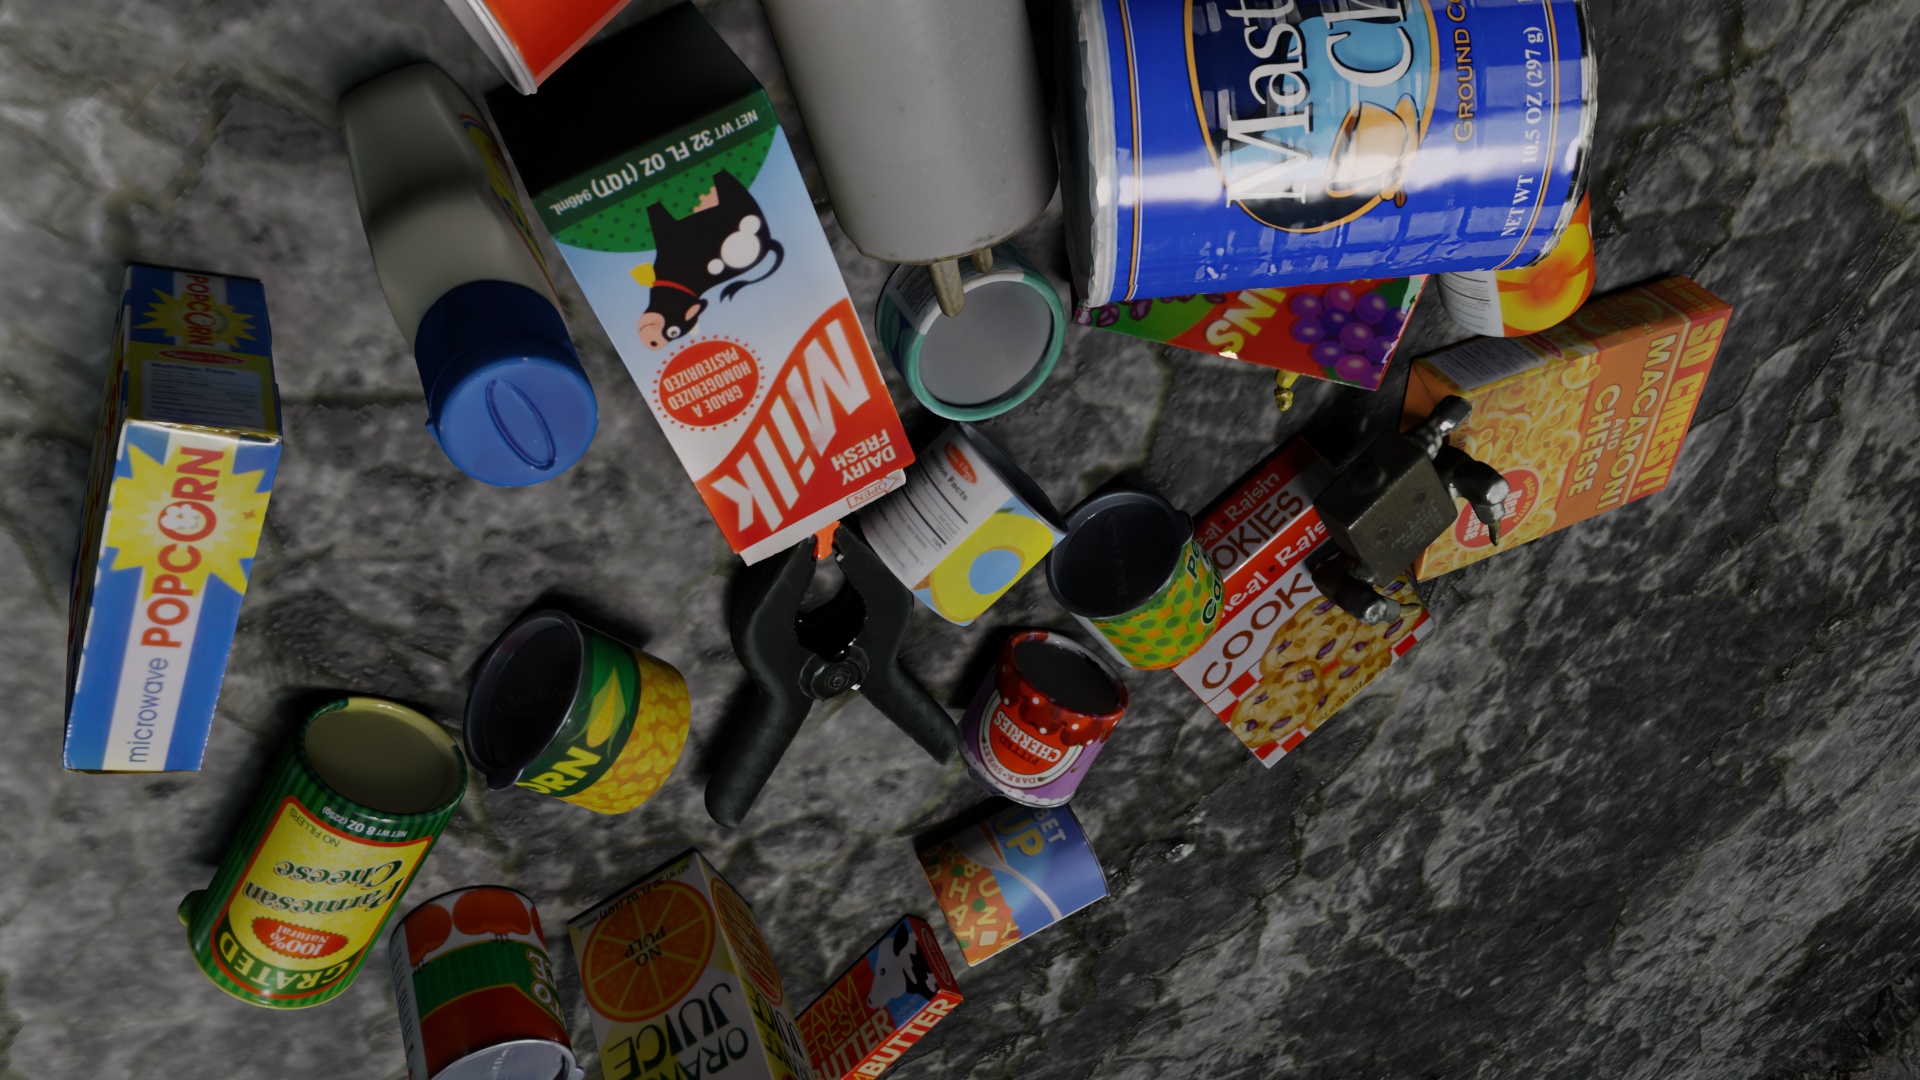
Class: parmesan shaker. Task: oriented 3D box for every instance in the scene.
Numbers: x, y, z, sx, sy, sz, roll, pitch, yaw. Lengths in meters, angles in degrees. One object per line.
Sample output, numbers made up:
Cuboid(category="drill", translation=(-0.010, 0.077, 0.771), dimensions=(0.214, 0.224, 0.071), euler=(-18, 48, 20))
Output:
Cuboid(category="parmesan shaker", translation=(-0.242, 0.117, 0.527), dimensions=(0.071, 0.071, 0.102), euler=(17, 117, -40))

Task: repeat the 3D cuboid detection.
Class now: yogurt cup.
Cuboid(category="yogurt cup", translation=(-0.114, -0.160, 0.363), dimensions=(0.054, 0.072, 0.072), euler=(-38, 137, -7))

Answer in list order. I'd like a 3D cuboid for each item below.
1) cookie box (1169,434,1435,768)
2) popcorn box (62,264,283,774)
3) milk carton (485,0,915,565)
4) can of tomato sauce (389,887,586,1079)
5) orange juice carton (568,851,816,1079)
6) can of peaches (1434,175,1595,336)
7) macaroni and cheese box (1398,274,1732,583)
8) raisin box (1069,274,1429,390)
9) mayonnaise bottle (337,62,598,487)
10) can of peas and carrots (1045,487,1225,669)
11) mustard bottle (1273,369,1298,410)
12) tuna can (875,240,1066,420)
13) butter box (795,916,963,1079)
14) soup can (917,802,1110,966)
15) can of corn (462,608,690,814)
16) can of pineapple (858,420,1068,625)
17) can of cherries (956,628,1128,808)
Cuboid(category="cookie box", translation=(0.166, 0.037, 0.721), dimensions=(0.123, 0.040, 0.167), euler=(-42, 137, 5))
Cuboid(category="popcorn box", translation=(-0.234, -0.005, 0.409), dimensions=(0.038, 0.085, 0.126), euler=(8, 123, -35))
Cuboid(category="milk carton", translation=(-0.074, -0.067, 0.460), dimensions=(0.072, 0.074, 0.189), euler=(-28, 137, -7))
Cuboid(category="can of tomato sauce", translation=(-0.209, 0.205, 0.611), dimensions=(0.071, 0.083, 0.070), euler=(-17, 134, -18))
Cuboid(category="orange juice carton", translation=(-0.110, 0.245, 0.625), dimensions=(0.072, 0.193, 0.072), euler=(-30, 136, -3))
Cuboid(category="can of peaches", translation=(0.238, -0.131, 0.596), dimensions=(0.071, 0.071, 0.058), euler=(-34, 137, 0))
Cuboid(category="macaroni and cheese box", translation=(0.304, -0.059, 0.720), dimensions=(0.167, 0.040, 0.123), euler=(-19, 134, -15))
Cuboid(category="raisin box", translation=(0.111, -0.112, 0.521), dimensions=(0.123, 0.040, 0.085), euler=(12, 124, -4))
Cuboid(category="mayonnaise bottle", translation=(-0.130, -0.071, 0.368), dimensions=(0.041, 0.148, 0.064), euler=(-27, 137, -8))
Cuboid(category="can of peas and carrots", translation=(0.083, 0.017, 0.633), dimensions=(0.071, 0.071, 0.058), euler=(-39, 137, 5))
Cuboid(category="mustard bottle", translation=(0.162, -0.123, 0.571), dimensions=(0.065, 0.049, 0.159), euler=(4, 126, -28))
Cuboid(category="tuna can", translation=(0.005, -0.079, 0.527), dimensions=(0.071, 0.033, 0.070), euler=(-16, 133, -18))
Cuboid(category="butter box", translation=(-0.049, 0.267, 0.784), dimensions=(0.103, 0.053, 0.024), euler=(-45, 134, 11))
Cuboid(category="soup can", translation=(0.027, 0.176, 0.742), dimensions=(0.084, 0.071, 0.071), euler=(-25, 136, -9))
Cuboid(category="can of corn", translation=(-0.148, 0.070, 0.538), dimensions=(0.071, 0.071, 0.058), euler=(-44, 137, 10))
Cuboid(category="can of pineapple", translation=(0.002, -0.007, 0.564), dimensions=(0.058, 0.071, 0.071), euler=(-44, 136, 10))
Cuboid(category="can of cherries", translation=(0.038, 0.085, 0.664), dimensions=(0.071, 0.072, 0.058), euler=(8, 123, -36))
